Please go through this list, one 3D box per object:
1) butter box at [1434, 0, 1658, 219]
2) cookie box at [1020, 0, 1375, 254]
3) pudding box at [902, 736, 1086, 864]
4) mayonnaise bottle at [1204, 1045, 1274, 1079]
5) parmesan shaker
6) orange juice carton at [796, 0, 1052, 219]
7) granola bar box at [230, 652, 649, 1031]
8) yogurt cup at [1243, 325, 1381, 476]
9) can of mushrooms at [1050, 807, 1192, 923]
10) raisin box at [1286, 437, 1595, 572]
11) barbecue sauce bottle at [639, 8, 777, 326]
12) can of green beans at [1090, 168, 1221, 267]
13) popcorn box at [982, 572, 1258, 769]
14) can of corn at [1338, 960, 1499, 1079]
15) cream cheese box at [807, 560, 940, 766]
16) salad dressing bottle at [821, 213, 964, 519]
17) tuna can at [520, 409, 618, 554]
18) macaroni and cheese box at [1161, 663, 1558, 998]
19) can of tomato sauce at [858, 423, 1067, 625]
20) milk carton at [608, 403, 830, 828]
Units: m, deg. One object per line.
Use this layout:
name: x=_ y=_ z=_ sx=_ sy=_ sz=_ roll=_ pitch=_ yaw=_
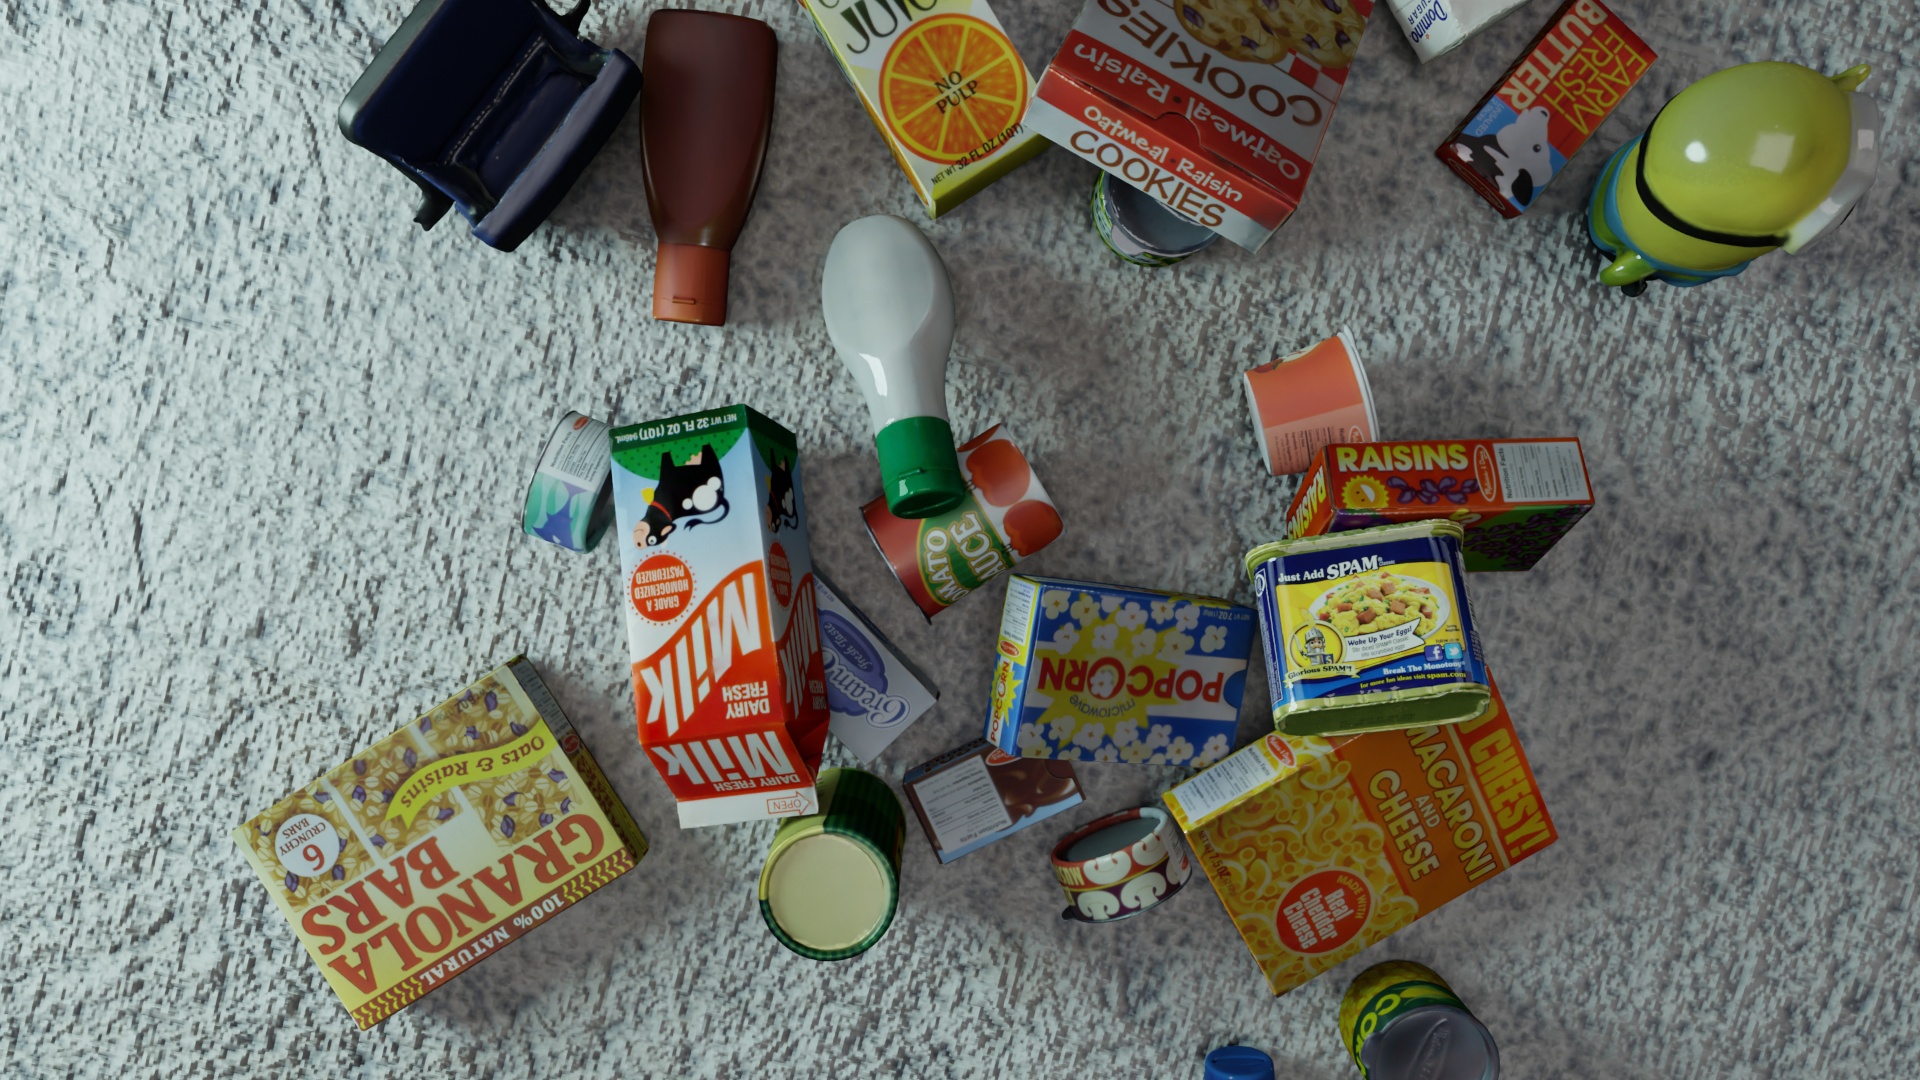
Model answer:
butter box: x=0.294 y=-0.218 z=0.699 sx=0.053 sy=0.024 sz=0.103 roll=40 pitch=94 yaw=-4
cookie box: x=0.115 y=-0.226 z=0.643 sx=0.123 sy=0.040 sz=0.168 roll=28 pitch=58 yaw=-3
pudding box: x=0.018 y=0.128 z=0.722 sx=0.084 sy=0.030 sz=0.049 roll=-25 pitch=94 yaw=1
mayonnaise bottle: x=0.150 y=0.347 z=0.737 sx=0.065 sy=0.041 sz=0.148 roll=-3 pitch=96 yaw=1
parmesan shaker: x=-0.063 y=0.160 z=0.687 sx=0.071 sy=0.103 sz=0.071 roll=0 pitch=96 yaw=-1
orange juice carton: x=-0.034 y=-0.258 z=0.667 sx=0.072 sy=0.073 sz=0.192 roll=-32 pitch=94 yaw=2
granola bar box: x=-0.265 y=0.154 z=0.716 sx=0.165 sy=0.039 sz=0.124 roll=-31 pitch=94 yaw=2
yogurt cup: x=0.174 y=-0.065 z=0.692 sx=0.054 sy=0.072 sz=0.072 roll=-15 pitch=95 yaw=9
can of mushrooms: x=0.079 y=0.165 z=0.708 sx=0.071 sy=0.071 sz=0.033 roll=-22 pitch=95 yaw=1
raisin box: x=0.231 y=-0.014 z=0.683 sx=0.123 sy=0.085 sz=0.040 roll=-1 pitch=68 yaw=-1
barbecue sauce bottle: x=-0.128 y=-0.182 z=0.687 sx=0.065 sy=0.044 sz=0.148 roll=6 pitch=95 yaw=-2
can of green beans: x=0.099 y=-0.170 z=0.684 sx=0.071 sy=0.058 sz=0.071 roll=0 pitch=95 yaw=-1
popcorn box: x=0.080 y=0.066 z=0.692 sx=0.127 sy=0.038 sz=0.085 roll=7 pitch=95 yaw=-24
can of corn: x=0.234 y=0.260 z=0.722 sx=0.071 sy=0.058 sz=0.071 roll=0 pitch=95 yaw=-1
cream cheese box: x=-0.065 y=0.062 z=0.719 sx=0.053 sy=0.024 sz=0.104 roll=-44 pitch=94 yaw=4
salad dressing bottle: x=-0.029 y=-0.084 z=0.667 sx=0.064 sy=0.044 sz=0.148 roll=-16 pitch=69 yaw=13
tuna can: x=-0.189 y=-0.027 z=0.690 sx=0.033 sy=0.071 sz=0.071 roll=21 pitch=95 yaw=-3
macaroni and cheese box: x=0.203 y=0.140 z=0.704 sx=0.166 sy=0.040 sz=0.123 roll=-30 pitch=114 yaw=1
can of tomato sauce: x=0.002 y=-0.009 z=0.691 sx=0.083 sy=0.071 sz=0.071 roll=-32 pitch=95 yaw=2
milk carton: x=-0.112 y=0.039 z=0.665 sx=0.072 sy=0.073 sz=0.190 roll=-9 pitch=81 yaw=11
